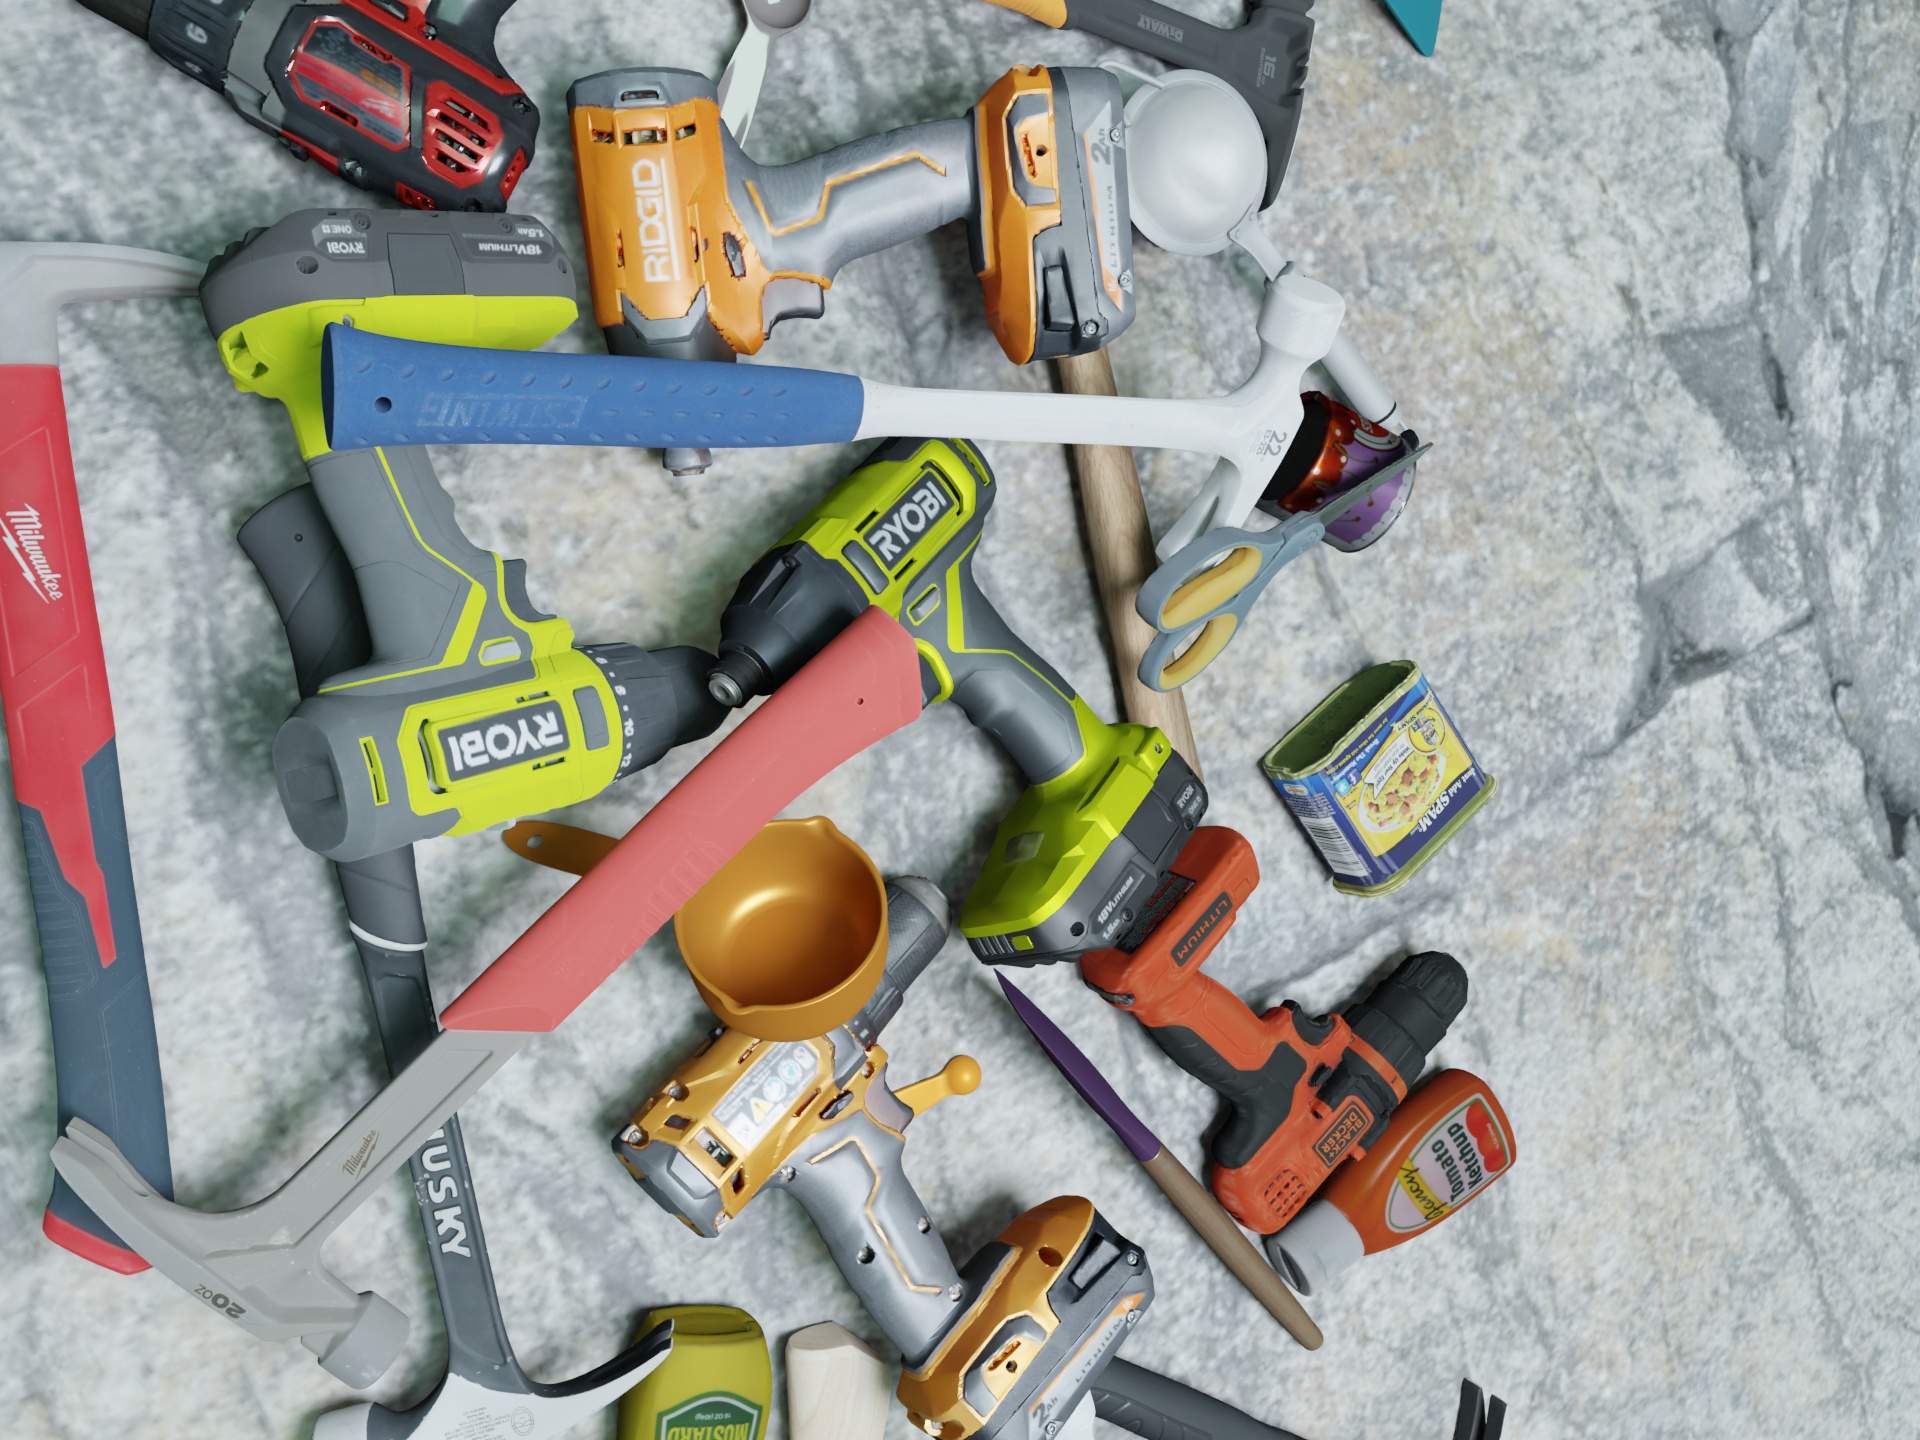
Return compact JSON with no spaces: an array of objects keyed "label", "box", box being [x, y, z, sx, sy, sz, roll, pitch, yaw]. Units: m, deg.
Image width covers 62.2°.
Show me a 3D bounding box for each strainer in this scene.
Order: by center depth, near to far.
[{"label":"strainer","box":[0.157,-0.224,0.784,0.258,0.050,0.087,43,79,-29]}]

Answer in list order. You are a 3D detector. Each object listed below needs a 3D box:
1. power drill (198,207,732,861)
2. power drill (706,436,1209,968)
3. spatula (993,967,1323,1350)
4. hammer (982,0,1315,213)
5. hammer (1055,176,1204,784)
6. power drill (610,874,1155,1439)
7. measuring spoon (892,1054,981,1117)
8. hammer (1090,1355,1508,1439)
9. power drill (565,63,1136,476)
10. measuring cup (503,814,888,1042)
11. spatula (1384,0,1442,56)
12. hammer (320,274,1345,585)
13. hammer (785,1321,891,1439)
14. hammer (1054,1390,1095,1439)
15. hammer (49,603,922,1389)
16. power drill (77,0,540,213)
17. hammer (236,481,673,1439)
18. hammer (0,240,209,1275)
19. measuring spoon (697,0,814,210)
[{"label":"power drill","box":[-0.186,-0.074,0.624,0.190,0.080,0.228,-18,96,-47]},{"label":"power drill","box":[-0.001,-0.002,0.711,0.223,0.080,0.171,51,54,-15]},{"label":"spatula","box":[0.105,0.228,0.795,0.018,0.060,0.315,-38,117,1]},{"label":"hammer","box":[0.020,-0.343,0.748,0.336,0.034,0.127,11,87,-24]},{"label":"hammer","box":[0.074,-0.121,0.783,0.130,0.031,0.331,-17,99,-22]},{"label":"power drill","box":[-0.017,0.199,0.720,0.226,0.084,0.185,46,66,-5]},{"label":"measuring spoon","box":[-0.039,0.192,0.756,0.117,0.011,0.021,-23,101,-22]},{"label":"hammer","box":[0.159,0.381,0.842,0.334,0.035,0.146,31,81,-22]},{"label":"power drill","box":[-0.045,-0.195,0.682,0.226,0.084,0.164,-6,100,-8]},{"label":"measuring cup","box":[-0.113,0.081,0.683,0.173,0.052,0.095,15,58,13]},{"label":"spatula","box":[0.124,-0.417,0.798,0.317,0.044,0.082,6,90,-20]},{"label":"hammer","box":[-0.033,-0.116,0.624,0.405,0.035,0.144,-4,129,-28]},{"label":"hammer","box":[-0.070,0.491,0.744,0.146,0.038,0.410,-2,93,-23]},{"label":"hammer","box":[-0.068,0.425,0.706,0.331,0.033,0.128,-21,98,-19]},{"label":"hammer","box":[-0.157,0.083,0.608,0.359,0.037,0.149,-45,107,-4]},{"label":"power drill","box":[-0.222,-0.327,0.612,0.187,0.080,0.227,27,90,-16]},{"label":"hammer","box":[-0.223,0.106,0.647,0.149,0.036,0.409,-11,94,-9]},{"label":"hammer","box":[-0.324,0.016,0.607,0.143,0.038,0.386,-8,96,-25]},{"label":"measuring spoon","box":[-0.100,-0.282,0.710,0.034,0.018,0.124,21,90,-24]}]
